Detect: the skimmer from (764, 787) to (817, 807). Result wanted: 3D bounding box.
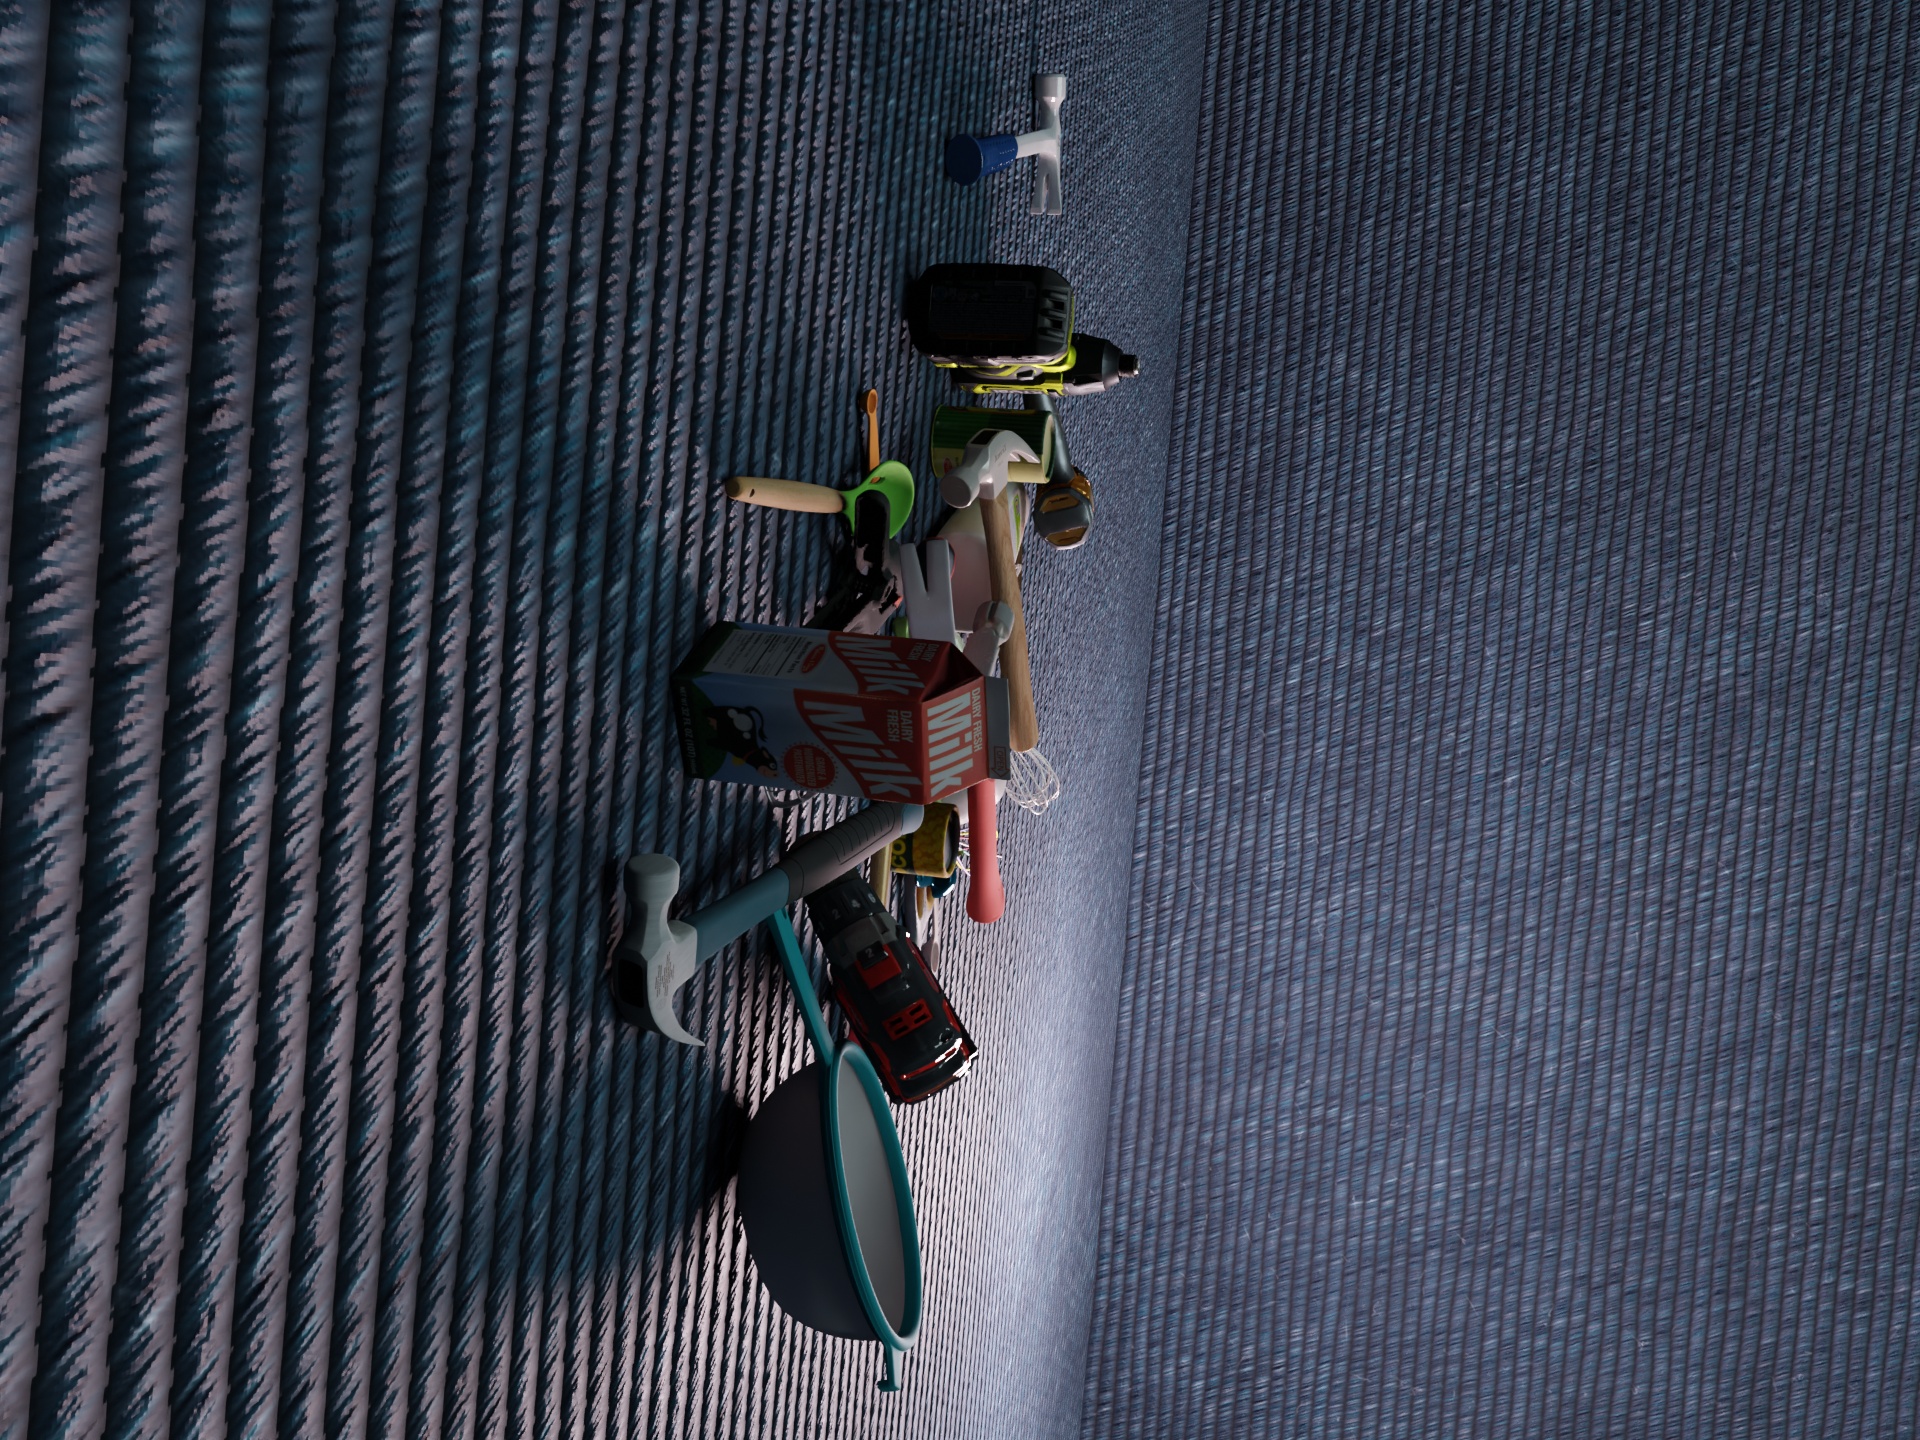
[{"bbox_3d":[-0.057,0.030,1.175,0.127,0.090,0.363,-47,163,0],"label":"skimmer"}]

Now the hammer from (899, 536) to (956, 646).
[{"bbox_3d":[-0.021,-0.103,1.216,0.386,0.038,0.143,-94,178,-72],"label":"hammer"}]

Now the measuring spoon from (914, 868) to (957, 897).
[{"bbox_3d":[-0.021,0.146,1.478,0.128,0.021,0.042,29,66,-79],"label":"measuring spoon"}]

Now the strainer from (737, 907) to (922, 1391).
[{"bbox_3d":[-0.116,0.274,1.086,0.211,0.095,0.340,-79,152,-77],"label":"strainer"}]

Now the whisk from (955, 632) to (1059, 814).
[{"bbox_3d":[0.035,0.002,1.566,0.246,0.058,0.059,59,33,-35],"label":"whisk"}]

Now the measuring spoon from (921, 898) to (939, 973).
[{"bbox_3d":[-0.032,0.186,1.561,0.034,0.018,0.124,38,51,-75],"label":"measuring spoon"}]

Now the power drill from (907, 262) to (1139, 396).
[{"bbox_3d":[0.057,-0.330,1.386,0.223,0.171,0.080,0,95,-74],"label":"power drill"}]

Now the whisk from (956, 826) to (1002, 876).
[{"bbox_3d":[-0.006,0.115,1.572,0.051,0.047,0.244,66,10,17],"label":"whisk"}]

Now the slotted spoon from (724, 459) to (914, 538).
[{"bbox_3d":[-0.095,-0.156,1.106,0.070,0.031,0.314,-69,168,11],"label":"slotted spoon"}]

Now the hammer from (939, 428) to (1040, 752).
[{"bbox_3d":[0.042,-0.109,1.423,0.130,0.031,0.331,-55,147,-42],"label":"hammer"}]

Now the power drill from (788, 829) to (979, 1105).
[{"bbox_3d":[-0.061,0.189,1.184,0.188,0.080,0.226,58,-8,20],"label":"power drill"}]

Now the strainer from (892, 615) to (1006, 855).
[{"bbox_3d":[-0.002,-0.005,1.438,0.256,0.069,0.152,72,15,-47],"label":"strainer"}]

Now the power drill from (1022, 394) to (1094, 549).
[{"bbox_3d":[0.088,-0.300,1.609,0.185,0.084,0.226,-76,152,-69],"label":"power drill"}]

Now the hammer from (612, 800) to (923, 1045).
[{"bbox_3d":[-0.108,0.099,0.999,0.331,0.033,0.128,-29,131,-61],"label":"hammer"}]

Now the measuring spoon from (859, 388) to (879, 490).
[{"bbox_3d":[-0.072,-0.202,1.234,0.021,0.011,0.116,-57,154,-52],"label":"measuring spoon"}]

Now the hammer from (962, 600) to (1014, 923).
[{"bbox_3d":[0.016,0.071,1.360,0.358,0.037,0.149,88,15,-50],"label":"hammer"}]

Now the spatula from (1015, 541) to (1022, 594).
[{"bbox_3d":[0.055,-0.133,1.666,0.316,0.018,0.059,-87,-164,-48],"label":"spatula"}]

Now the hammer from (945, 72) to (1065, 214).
[{"bbox_3d":[0.052,-0.557,1.564,0.406,0.035,0.144,-57,150,-63],"label":"hammer"}]

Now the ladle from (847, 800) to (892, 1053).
[{"bbox_3d":[-0.070,0.142,1.343,0.069,0.031,0.315,17,77,-77],"label":"ladle"}]

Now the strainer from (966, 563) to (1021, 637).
[{"bbox_3d":[0.014,-0.038,1.602,0.087,0.050,0.258,5,-97,63],"label":"strainer"}]
